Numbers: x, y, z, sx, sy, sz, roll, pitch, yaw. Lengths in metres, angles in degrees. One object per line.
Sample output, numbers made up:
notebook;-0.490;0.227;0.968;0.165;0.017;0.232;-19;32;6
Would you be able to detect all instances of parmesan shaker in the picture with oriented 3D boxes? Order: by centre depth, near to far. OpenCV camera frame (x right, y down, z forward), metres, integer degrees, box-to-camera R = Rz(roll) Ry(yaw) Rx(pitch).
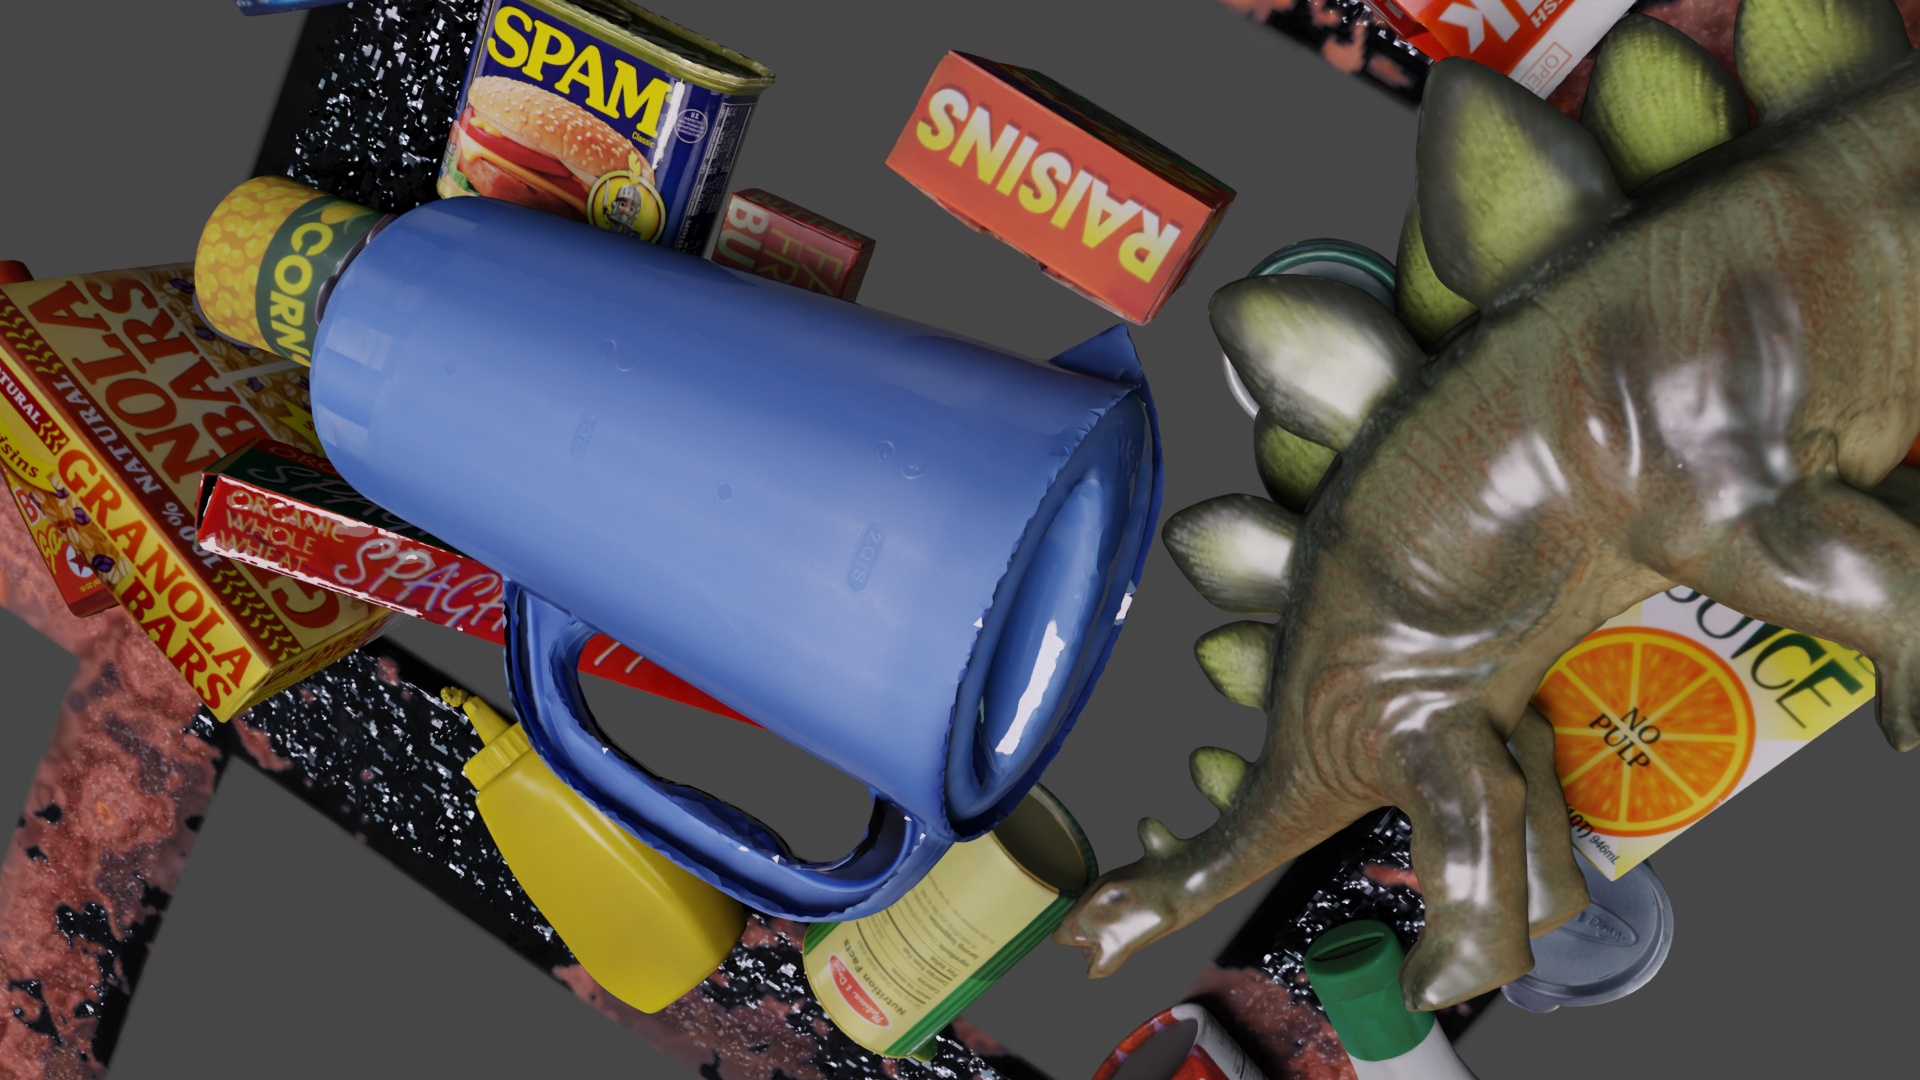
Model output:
parmesan shaker;-0.002;0.144;0.537;0.071;0.071;0.102;43;110;0

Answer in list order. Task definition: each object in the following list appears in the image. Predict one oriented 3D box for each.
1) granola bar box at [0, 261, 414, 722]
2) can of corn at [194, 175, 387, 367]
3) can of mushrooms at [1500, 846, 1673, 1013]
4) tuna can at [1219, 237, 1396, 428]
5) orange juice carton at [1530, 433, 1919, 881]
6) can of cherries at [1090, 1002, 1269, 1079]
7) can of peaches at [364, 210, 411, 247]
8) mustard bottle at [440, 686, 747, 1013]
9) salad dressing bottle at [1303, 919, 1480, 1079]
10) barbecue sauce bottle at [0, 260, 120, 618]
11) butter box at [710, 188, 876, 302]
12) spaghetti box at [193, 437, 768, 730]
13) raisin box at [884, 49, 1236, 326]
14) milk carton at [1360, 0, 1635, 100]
granola bar box;-0.281;-0.027;0.529;0.039;0.125;0.165;-37;94;22
can of corn;-0.245;-0.099;0.529;0.058;0.071;0.071;20;109;9
can of mushrooms;0.214;0.130;0.496;0.071;0.033;0.070;4;106;13
tuna can;0.123;-0.067;0.464;0.071;0.033;0.071;4;106;14
orange juice carton;0.248;0.011;0.433;0.072;0.073;0.192;45;110;0
can of cherries;0.087;0.225;0.536;0.071;0.072;0.058;-40;93;21
can of peaches;-0.185;-0.084;0.519;0.058;0.071;0.071;23;110;6
mustard bottle;-0.159;0.119;0.580;0.065;0.049;0.160;-38;93;20
salad dressing bottle;0.176;0.215;0.524;0.064;0.044;0.147;-25;98;18
barbecue sauce bottle;-0.384;-0.044;0.594;0.065;0.044;0.148;-20;99;20
butter box;-0.074;-0.073;0.517;0.053;0.024;0.103;26;110;7
spaghetti box;-0.138;0.023;0.500;0.250;0.050;0.028;20;104;-15
raisin box;0.036;-0.110;0.426;0.086;0.124;0.040;33;110;3
milk carton;0.117;-0.211;0.404;0.190;0.074;0.072;41;111;0
